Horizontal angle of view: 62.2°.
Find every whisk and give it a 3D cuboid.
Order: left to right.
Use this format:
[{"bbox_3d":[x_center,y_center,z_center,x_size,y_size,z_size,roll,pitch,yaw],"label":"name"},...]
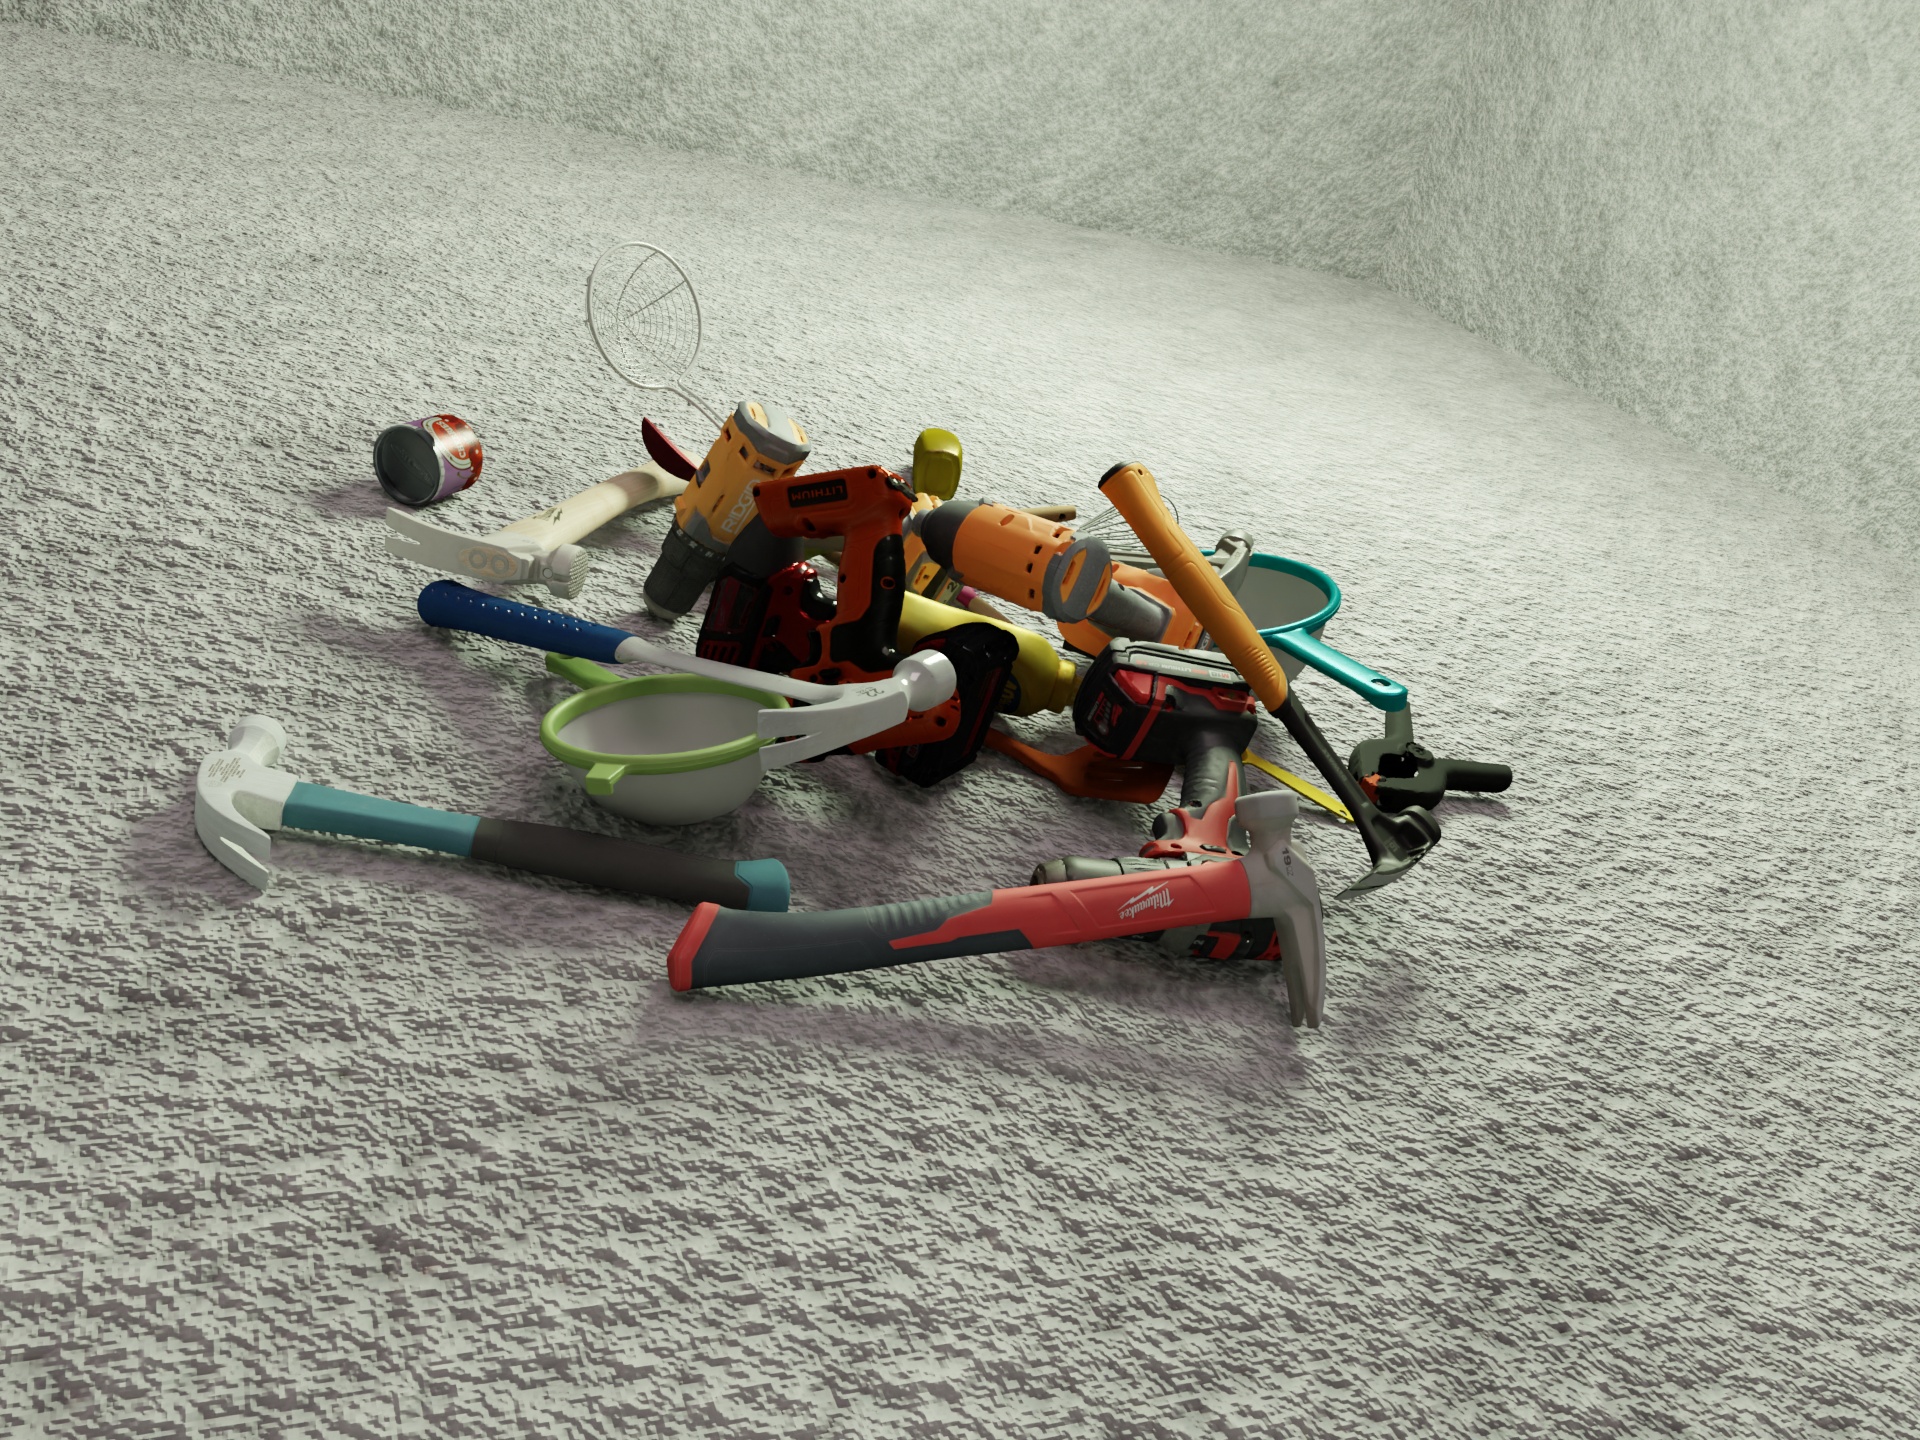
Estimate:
[{"bbox_3d":[0.107,-0.175,1.492,0.239,0.055,0.055,-13,38,-28],"label":"whisk"}]

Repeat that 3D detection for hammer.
[{"bbox_3d":[-0.259,0.067,0.898,0.331,0.033,0.128,12,26,-9],"label":"hammer"},{"bbox_3d":[-0.305,-0.177,1.294,0.146,0.038,0.411,14,20,5],"label":"hammer"},{"bbox_3d":[-0.207,-0.042,1.010,0.406,0.035,0.144,13,25,33],"label":"hammer"},{"bbox_3d":[0.030,0.129,0.902,0.386,0.143,0.038,-5,-8,-19],"label":"hammer"},{"bbox_3d":[0.062,-0.140,1.359,0.359,0.036,0.149,7,26,21],"label":"hammer"},{"bbox_3d":[0.195,-0.035,1.068,0.127,0.034,0.337,-21,73,-53],"label":"hammer"}]

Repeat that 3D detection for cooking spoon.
[{"bbox_3d":[0.027,-0.088,1.372,0.068,0.017,0.319,-12,37,-33],"label":"cooking spoon"}]

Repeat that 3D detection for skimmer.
[{"bbox_3d":[-0.187,-0.266,1.390,0.363,0.090,0.127,44,47,8],"label":"skimmer"}]

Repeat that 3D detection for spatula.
[{"bbox_3d":[-0.002,-0.004,1.167,0.322,0.041,0.081,20,40,8],"label":"spatula"}]

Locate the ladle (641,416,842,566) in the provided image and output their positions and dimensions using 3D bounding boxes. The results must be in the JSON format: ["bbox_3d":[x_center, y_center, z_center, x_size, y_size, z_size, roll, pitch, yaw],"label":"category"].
[{"bbox_3d":[-0.142,-0.165,1.356,0.315,0.031,0.069,31,2,1],"label":"ladle"}]

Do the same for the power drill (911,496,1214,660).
[{"bbox_3d":[0.075,-0.099,1.161,0.164,0.084,0.226,25,3,38],"label":"power drill"}]

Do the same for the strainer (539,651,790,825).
[{"bbox_3d":[-0.208,0.012,1.016,0.151,0.069,0.257,-15,23,-32],"label":"strainer"}]

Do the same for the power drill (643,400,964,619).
[{"bbox_3d":[-0.120,-0.127,1.236,0.226,0.185,0.084,21,29,-32],"label":"power drill"}]

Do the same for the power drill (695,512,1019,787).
[{"bbox_3d":[-0.079,-0.057,1.118,0.220,0.143,0.078,28,21,17],"label":"power drill"}]

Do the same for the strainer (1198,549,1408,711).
[{"bbox_3d":[0.239,-0.044,1.287,0.211,0.095,0.341,-14,28,-23],"label":"strainer"}]

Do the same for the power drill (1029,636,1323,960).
[{"bbox_3d":[0.128,0.054,1.047,0.187,0.080,0.227,8,47,-16],"label":"power drill"}]

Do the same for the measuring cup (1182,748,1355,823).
[{"bbox_3d":[0.235,0.049,1.229,0.156,0.029,0.062,29,27,-1],"label":"measuring cup"}]

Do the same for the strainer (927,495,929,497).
[{"bbox_3d":[-0.105,-0.202,1.496,0.087,0.050,0.258,19,20,38],"label":"strainer"}]

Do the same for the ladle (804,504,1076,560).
[{"bbox_3d":[-0.059,-0.160,1.326,0.320,0.078,0.062,-9,28,-15],"label":"ladle"}]
